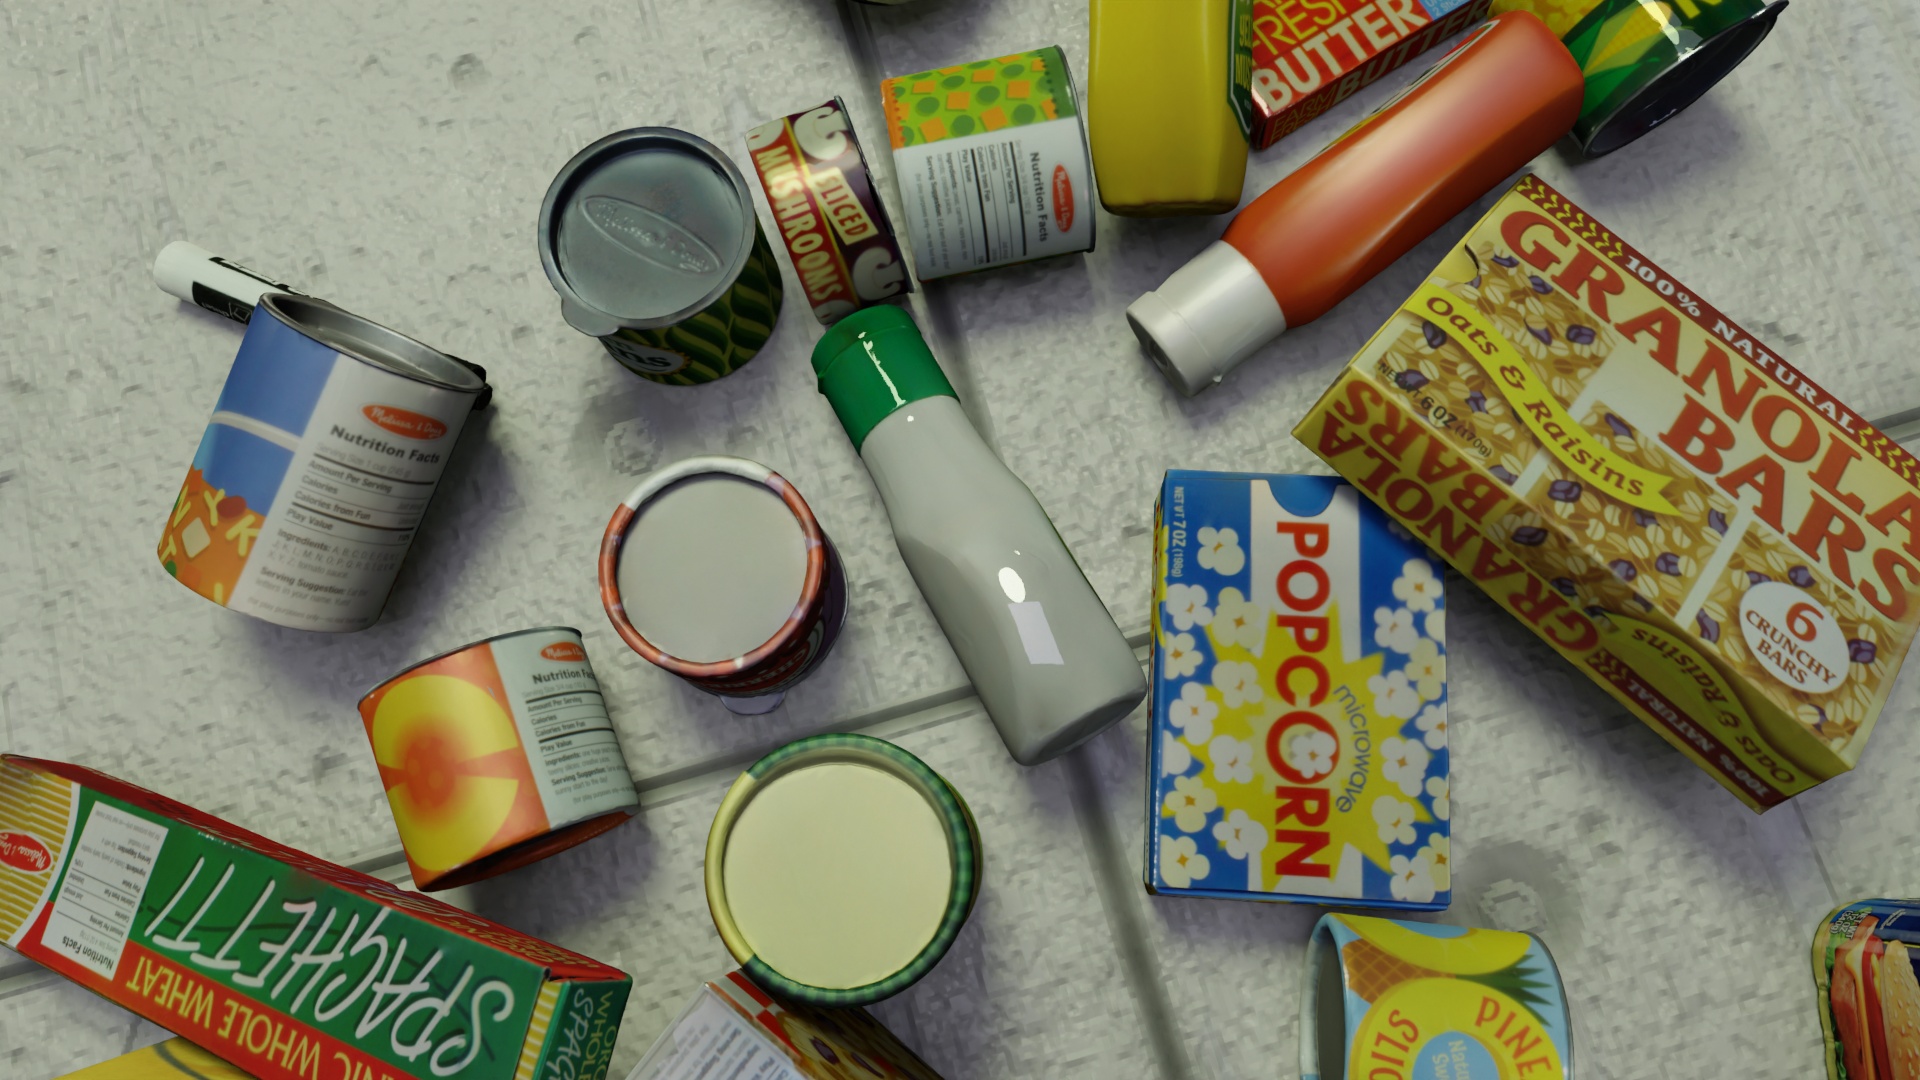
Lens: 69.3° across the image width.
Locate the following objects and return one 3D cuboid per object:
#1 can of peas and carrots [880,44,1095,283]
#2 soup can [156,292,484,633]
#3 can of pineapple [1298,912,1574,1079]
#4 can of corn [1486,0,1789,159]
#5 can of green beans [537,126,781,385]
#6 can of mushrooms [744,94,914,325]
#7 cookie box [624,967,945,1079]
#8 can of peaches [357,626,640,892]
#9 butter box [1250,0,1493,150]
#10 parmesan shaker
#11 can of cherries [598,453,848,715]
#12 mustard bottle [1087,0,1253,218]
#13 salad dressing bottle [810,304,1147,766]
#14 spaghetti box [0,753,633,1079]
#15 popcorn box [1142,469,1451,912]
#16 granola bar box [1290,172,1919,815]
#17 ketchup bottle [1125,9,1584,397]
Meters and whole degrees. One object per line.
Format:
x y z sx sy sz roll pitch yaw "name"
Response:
0.008 -0.121 0.448 0.059 0.071 0.071 -11 78 0 "can of peas and carrots"
-0.194 -0.024 0.421 0.071 0.071 0.083 27 97 7 "soup can"
0.128 0.139 0.382 0.058 0.071 0.071 5 78 3 "can of pineapple"
0.217 -0.170 0.449 0.071 0.071 0.058 -30 78 -5 "can of corn"
-0.094 -0.089 0.446 0.071 0.057 0.071 0 78 1 "can of green beans"
-0.041 -0.104 0.442 0.033 0.071 0.071 -21 78 -1 "can of mushrooms"
-0.001 0.174 0.351 0.167 0.122 0.040 38 81 9 "cookie box"
-0.137 0.065 0.409 0.071 0.071 0.058 -23 79 -3 "can of peaches"
0.131 -0.183 0.478 0.103 0.024 0.053 -32 78 -6 "butter box"
-0.027 0.092 0.380 0.071 0.103 0.071 0 78 1 "parmesan shaker"
-0.069 0.015 0.422 0.071 0.058 0.071 0 77 2 "can of cherries"
0.066 -0.182 0.430 0.049 0.065 0.160 3 101 18 "mustard bottle"
0.002 -0.005 0.425 0.044 0.064 0.148 -25 70 -14 "salad dressing bottle"
-0.188 0.105 0.363 0.250 0.028 0.050 7 77 32 "spaghetti box"
0.100 0.045 0.421 0.085 0.038 0.127 3 77 3 "popcorn box"
0.199 -0.022 0.410 0.166 0.038 0.125 41 57 9 "granola bar box"
0.123 -0.103 0.443 0.149 0.064 0.043 -37 85 2 "ketchup bottle"
